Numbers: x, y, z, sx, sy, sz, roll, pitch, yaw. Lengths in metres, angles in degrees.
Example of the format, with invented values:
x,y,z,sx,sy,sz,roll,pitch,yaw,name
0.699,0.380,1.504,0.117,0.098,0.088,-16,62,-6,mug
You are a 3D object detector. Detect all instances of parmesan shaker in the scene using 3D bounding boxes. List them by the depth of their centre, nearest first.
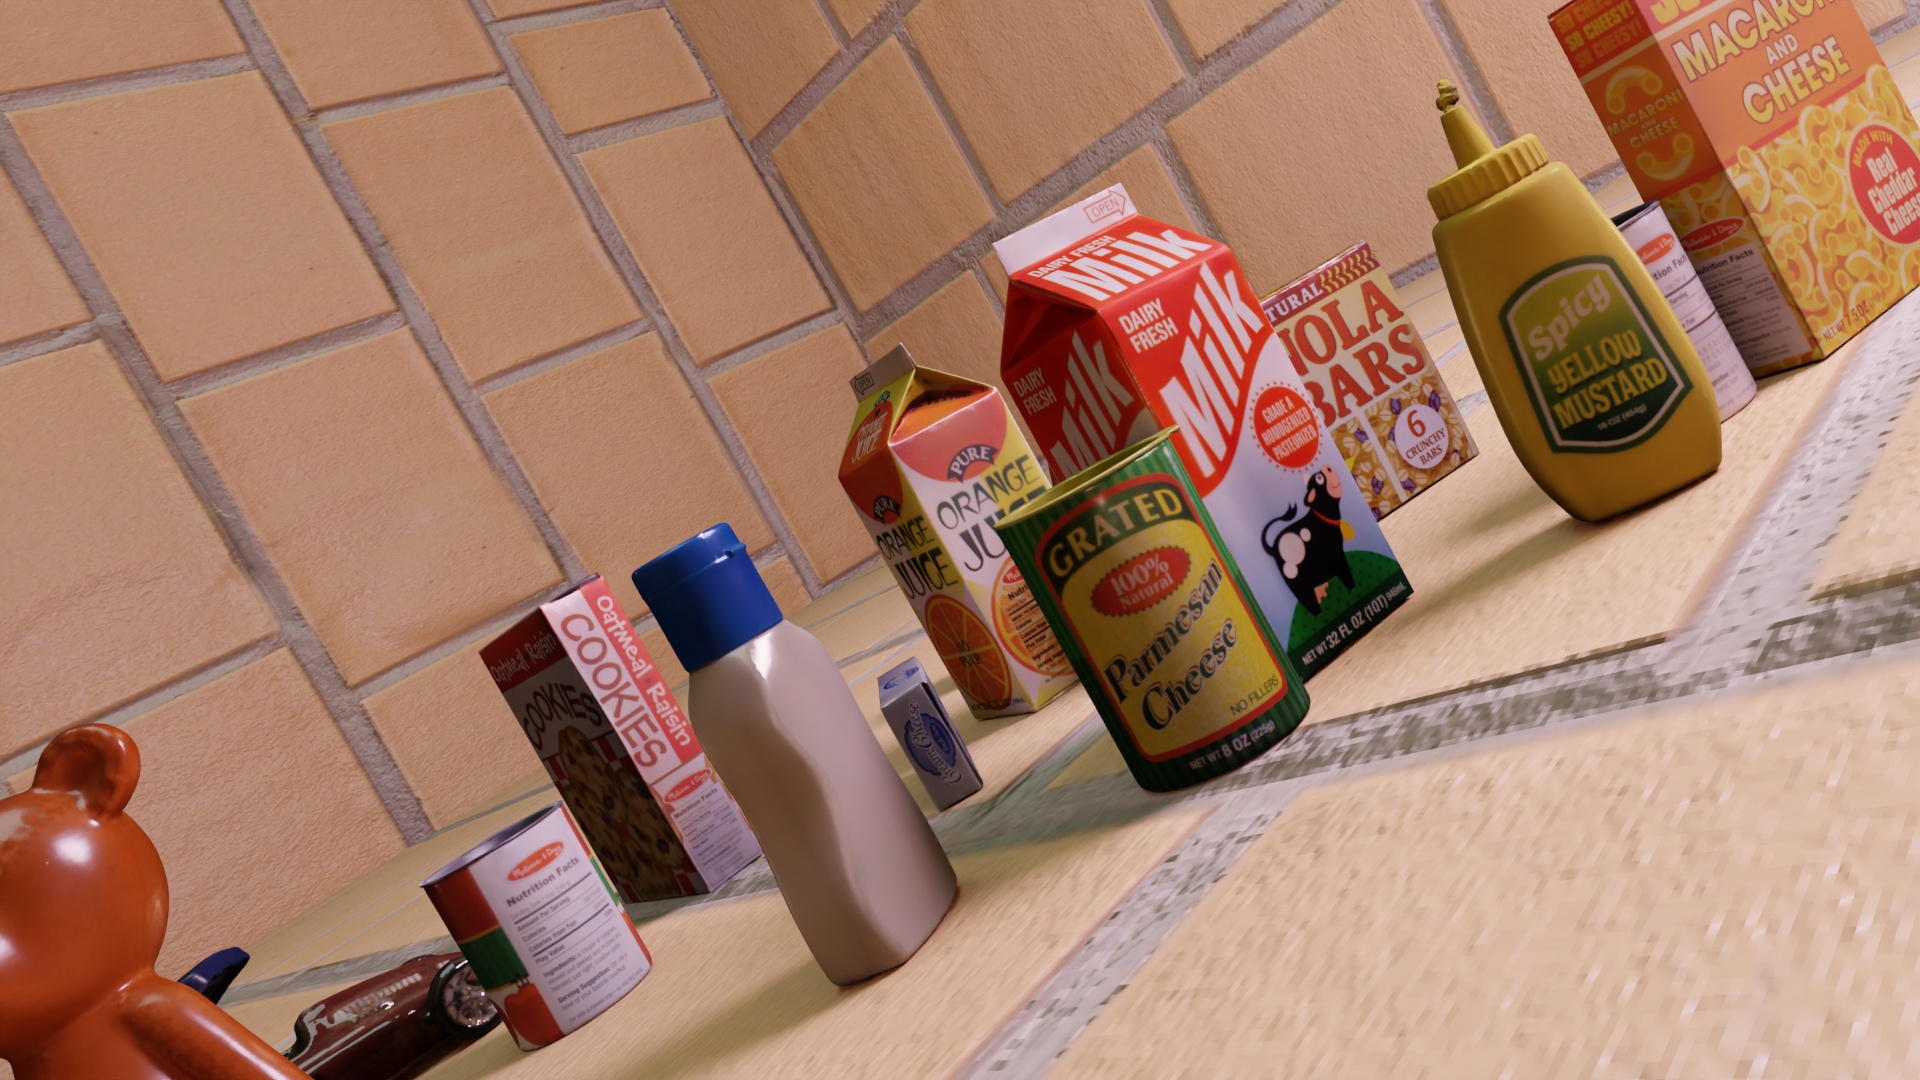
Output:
x,y,z,sx,sy,sz,roll,pitch,yaw,name
0.067,0.023,0.465,0.071,0.103,0.071,-29,3,2,parmesan shaker

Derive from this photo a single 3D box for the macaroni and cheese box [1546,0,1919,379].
x,y,z,sx,sy,sz,roll,pitch,yaw,name
0.325,-0.165,0.559,0.124,0.166,0.040,-31,3,-25,macaroni and cheese box

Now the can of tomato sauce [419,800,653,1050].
x,y,z,sx,sy,sz,roll,pitch,yaw,name
-0.183,0.166,0.602,0.071,0.083,0.071,-29,3,2,can of tomato sauce

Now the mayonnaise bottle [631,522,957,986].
x,y,z,sx,sy,sz,roll,pitch,yaw,name
-0.055,0.066,0.454,0.041,0.148,0.065,-28,3,22,mayonnaise bottle

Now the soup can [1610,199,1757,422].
x,y,z,sx,sy,sz,roll,pitch,yaw,name
0.260,-0.080,0.549,0.071,0.083,0.071,-29,3,2,soup can

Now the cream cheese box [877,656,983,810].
x,y,z,sx,sy,sz,roll,pitch,yaw,name
-0.016,0.086,0.639,0.024,0.053,0.104,-30,3,-3,cream cheese box

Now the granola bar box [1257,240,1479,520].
x,y,z,sx,sy,sz,roll,pitch,yaw,name
0.161,-0.057,0.685,0.166,0.124,0.039,-31,3,-20,granola bar box

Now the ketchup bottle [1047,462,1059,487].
x,y,z,sx,sy,sz,roll,pitch,yaw,name
0.079,-0.028,0.740,0.065,0.148,0.043,-30,3,0,ketchup bottle

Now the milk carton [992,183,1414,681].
x,y,z,sx,sy,sz,roll,pitch,yaw,name
0.083,-0.040,0.526,0.072,0.190,0.073,-31,3,-31,milk carton

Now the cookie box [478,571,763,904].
x,y,z,sx,sy,sz,roll,pitch,yaw,name
-0.185,0.110,0.743,0.040,0.167,0.122,-32,4,-36,cookie box

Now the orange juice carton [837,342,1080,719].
x,y,z,sx,sy,sz,roll,pitch,yaw,name
0.003,-0.009,0.721,0.073,0.192,0.071,-31,3,-27,orange juice carton

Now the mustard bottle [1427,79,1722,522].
x,y,z,sx,sy,sz,roll,pitch,yaw,name
0.200,-0.086,0.479,0.065,0.160,0.049,-29,3,14,mustard bottle
